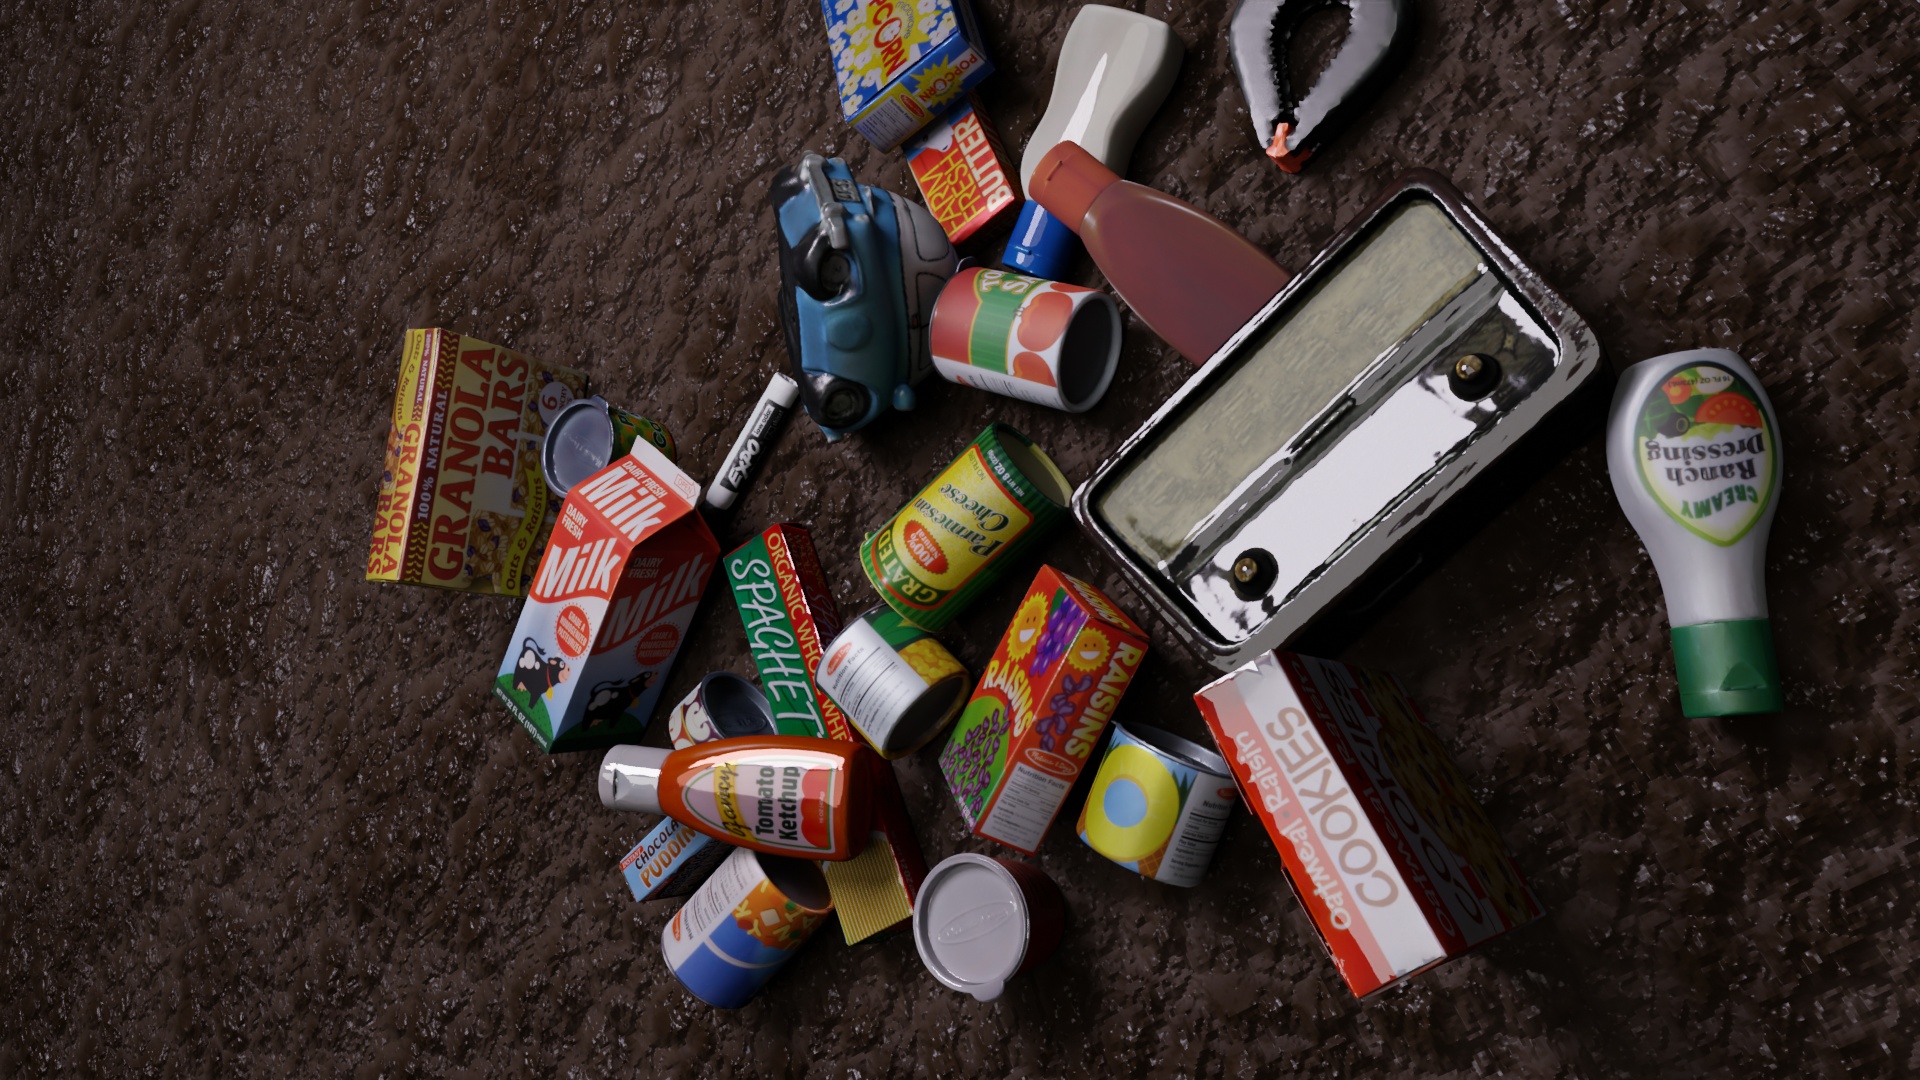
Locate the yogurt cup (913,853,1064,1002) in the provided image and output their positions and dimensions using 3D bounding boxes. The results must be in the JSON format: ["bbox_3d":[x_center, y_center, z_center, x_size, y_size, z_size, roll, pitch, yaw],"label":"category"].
[{"bbox_3d":[0.018,0.194,0.713,0.072,0.054,0.072,-6,78,32],"label":"yogurt cup"}]

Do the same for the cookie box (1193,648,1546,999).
[{"bbox_3d":[0.169,0.111,0.563,0.040,0.167,0.123,-37,64,23],"label":"cookie box"}]

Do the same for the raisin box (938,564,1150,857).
[{"bbox_3d":[0.040,0.083,0.702,0.123,0.040,0.086,-63,17,8],"label":"raisin box"}]

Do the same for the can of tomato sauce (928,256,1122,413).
[{"bbox_3d":[0.036,-0.111,0.748,0.083,0.071,0.071,18,92,33],"label":"can of tomato sauce"}]

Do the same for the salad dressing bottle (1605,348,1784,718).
[{"bbox_3d":[0.305,-0.002,0.568,0.064,0.044,0.148,-6,81,10],"label":"salad dressing bottle"}]

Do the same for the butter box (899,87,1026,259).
[{"bbox_3d":[0.000,-0.221,0.816,0.053,0.024,0.104,-34,65,24],"label":"butter box"}]

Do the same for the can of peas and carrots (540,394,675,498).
[{"bbox_3d":[-0.230,-0.057,0.914,0.071,0.059,0.071,-6,78,31],"label":"can of peas and carrots"}]

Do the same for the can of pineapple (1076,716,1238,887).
[{"bbox_3d":[0.094,0.125,0.669,0.071,0.071,0.058,24,95,33],"label":"can of pineapple"}]

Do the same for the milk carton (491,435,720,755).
[{"bbox_3d":[-0.214,0.034,0.864,0.072,0.073,0.190,36,110,32],"label":"milk carton"}]

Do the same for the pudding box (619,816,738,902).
[{"bbox_3d":[-0.158,0.179,0.830,0.083,0.049,0.030,-43,63,19],"label":"pudding box"}]

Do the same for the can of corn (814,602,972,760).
[{"bbox_3d":[-0.035,0.077,0.761,0.058,0.071,0.071,43,105,24],"label":"can of corn"}]

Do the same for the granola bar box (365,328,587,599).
[{"bbox_3d":[-0.320,-0.047,0.930,0.039,0.124,0.165,3,83,34],"label":"granola bar box"}]

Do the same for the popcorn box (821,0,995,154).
[{"bbox_3d":[-0.034,-0.301,0.825,0.085,0.038,0.127,-32,50,25],"label":"popcorn box"}]

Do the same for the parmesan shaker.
[{"bbox_3d":[0.003,-0.009,0.751,0.103,0.071,0.071,-43,62,19],"label":"parmesan shaker"}]

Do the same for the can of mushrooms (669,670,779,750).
[{"bbox_3d":[-0.135,0.114,0.817,0.033,0.071,0.071,-43,62,20],"label":"can of mushrooms"}]

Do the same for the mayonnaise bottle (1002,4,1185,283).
[{"bbox_3d":[0.067,-0.215,0.763,0.065,0.041,0.148,27,98,29],"label":"mayonnaise bottle"}]

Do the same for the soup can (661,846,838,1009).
[{"bbox_3d":[-0.116,0.215,0.790,0.083,0.071,0.071,-48,60,16],"label":"soup can"}]

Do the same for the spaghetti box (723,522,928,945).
[{"bbox_3d":[-0.079,0.106,0.805,0.050,0.028,0.251,-32,66,23],"label":"spaghetti box"}]

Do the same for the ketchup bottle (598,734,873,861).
[{"bbox_3d":[-0.123,0.136,0.761,0.149,0.043,0.064,3,93,16],"label":"ketchup bottle"}]

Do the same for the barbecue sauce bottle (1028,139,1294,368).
[{"bbox_3d":[0.100,-0.147,0.706,0.149,0.044,0.064,42,104,15],"label":"barbecue sauce bottle"}]
